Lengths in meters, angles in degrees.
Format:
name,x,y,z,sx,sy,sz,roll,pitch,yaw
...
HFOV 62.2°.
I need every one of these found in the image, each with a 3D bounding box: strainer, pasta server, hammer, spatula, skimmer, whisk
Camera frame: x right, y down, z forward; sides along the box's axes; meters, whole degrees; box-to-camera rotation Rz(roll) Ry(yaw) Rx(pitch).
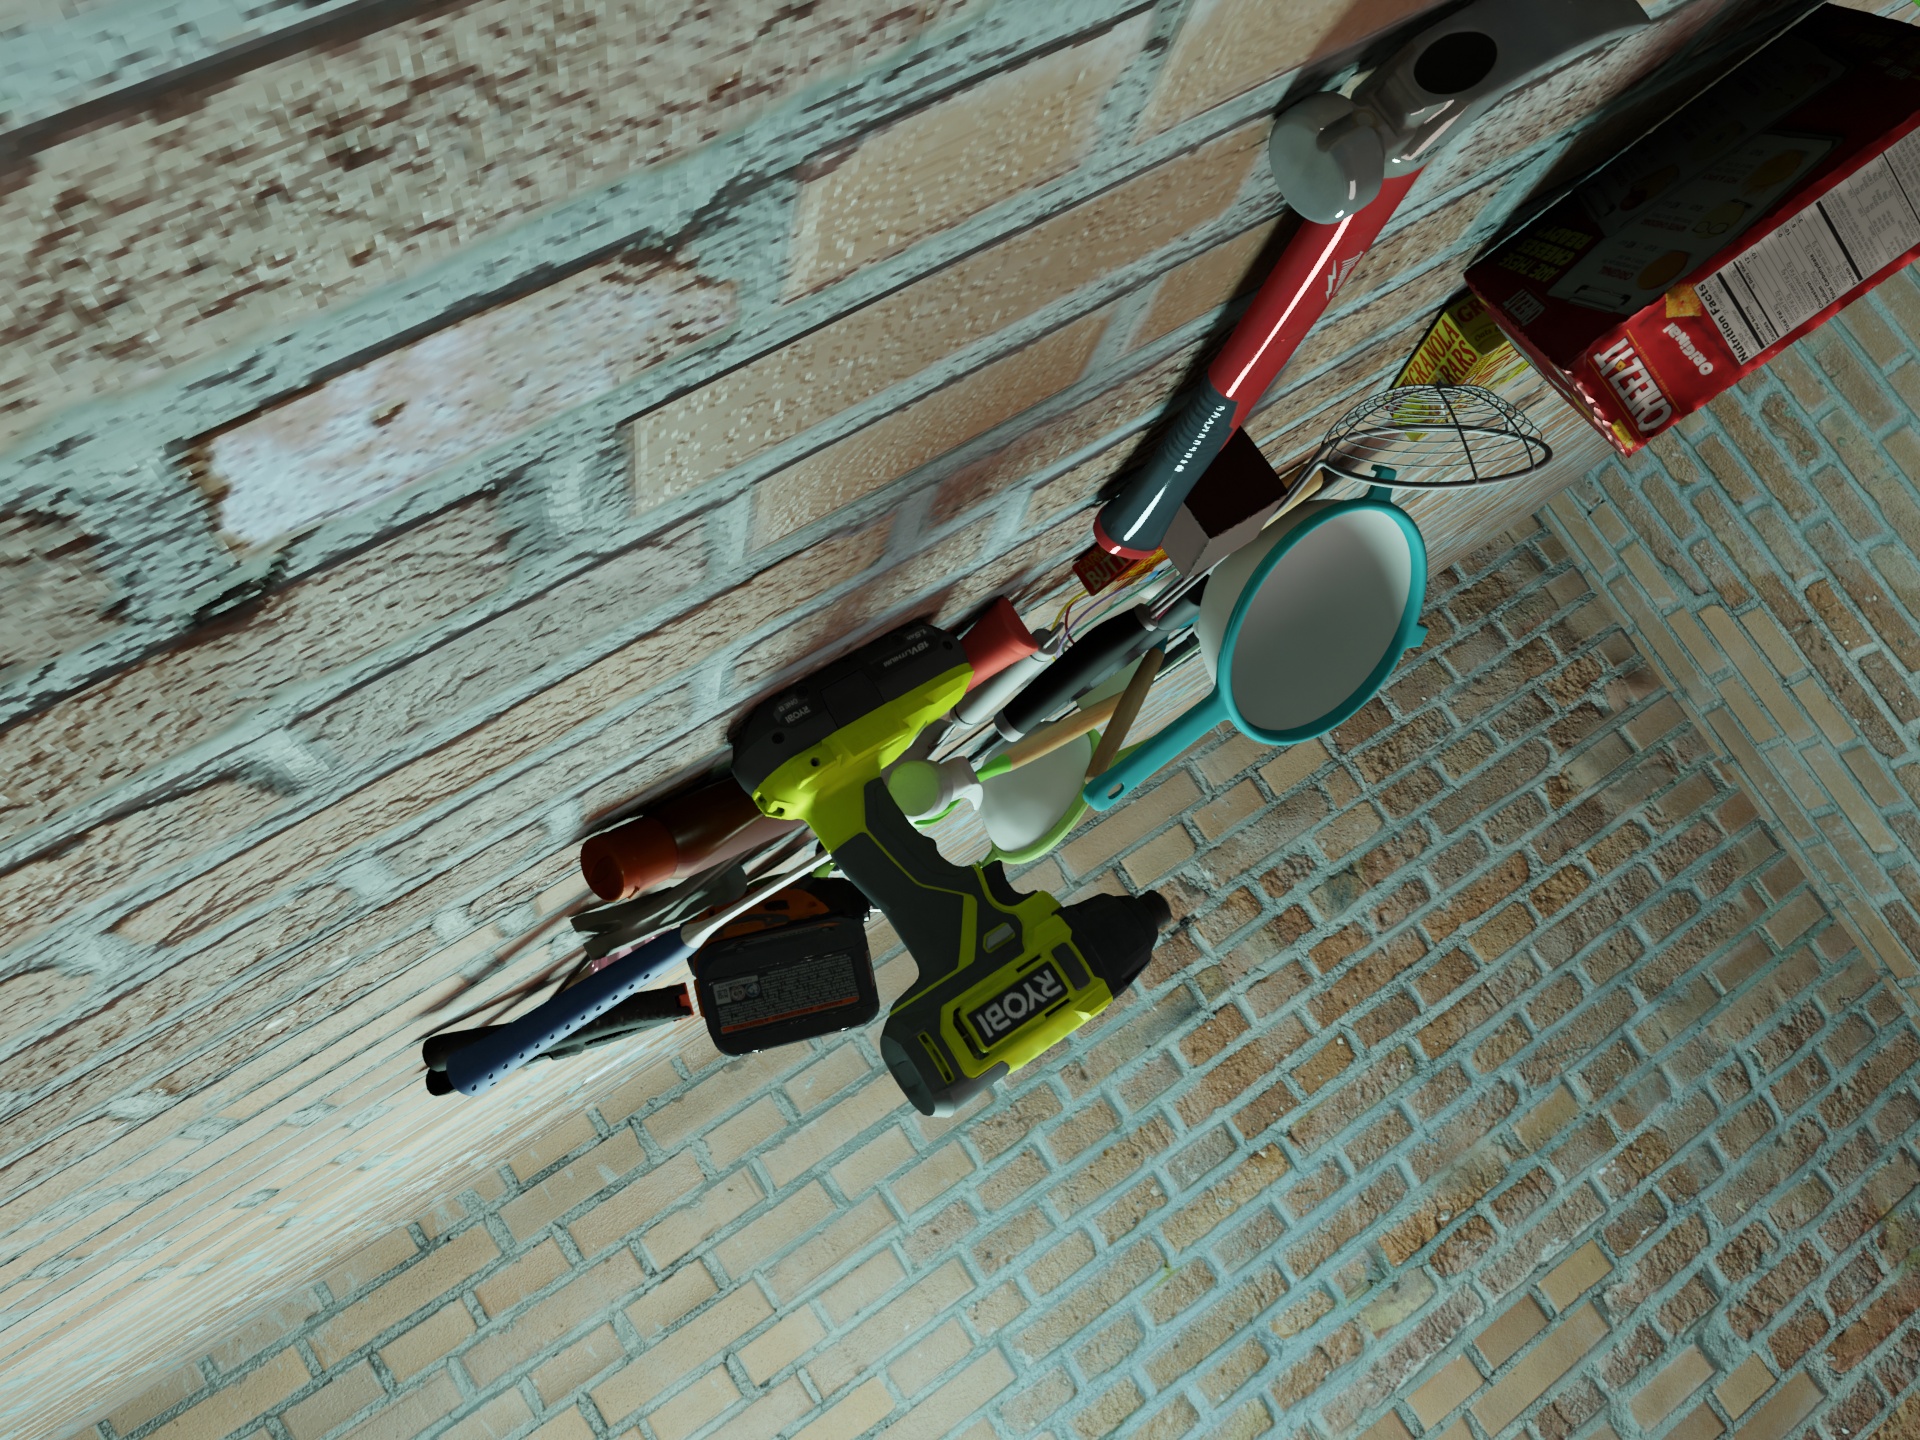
name,x,y,z,sx,sy,sz,roll,pitch,yaw
strainer,0.213,-0.055,1.255,0.340,0.095,0.210,-37,134,-10
pasta server,-0.286,0.207,1.232,0.060,0.040,0.316,-6,160,-32
hammer,0.055,0.003,1.370,0.409,0.036,0.149,-37,173,21
spatula,0.168,-0.035,1.355,0.082,0.044,0.318,-35,-166,40
strainer,-0.002,-0.003,1.031,0.087,0.050,0.258,-49,-175,-39
skimmer,0.178,-0.080,0.965,0.363,0.090,0.127,-39,-166,22
hammer,0.137,-0.162,0.681,0.143,0.038,0.386,-33,172,-16
hammer,-0.158,0.132,1.008,0.405,0.035,0.144,-32,173,15
hammer,0.148,-0.012,1.651,0.334,0.035,0.146,-36,171,17
hammer,-0.092,0.040,0.993,0.359,0.037,0.149,-38,169,31
whisk,0.155,-0.110,1.075,0.245,0.047,0.051,-35,-176,-19
strainer,0.089,0.038,1.432,0.256,0.069,0.152,-26,-144,51

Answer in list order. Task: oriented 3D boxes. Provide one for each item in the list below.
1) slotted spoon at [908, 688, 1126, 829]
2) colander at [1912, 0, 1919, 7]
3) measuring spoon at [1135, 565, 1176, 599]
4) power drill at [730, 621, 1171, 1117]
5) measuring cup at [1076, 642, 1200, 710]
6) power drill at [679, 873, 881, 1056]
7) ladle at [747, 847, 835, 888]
name,x,y,z,sx,sy,sz,roll,pitch,yaw
slotted spoon,0.054,0.024,1.290,0.314,0.031,0.070,-26,162,-42
colander,0.471,-0.346,0.684,0.204,0.094,0.397,-37,171,27
measuring spoon,0.180,-0.125,1.151,0.124,0.018,0.034,-37,171,17
power drill,-0.004,0.069,0.837,0.171,0.223,0.080,-30,172,-23
measuring cup,0.172,-0.055,1.480,0.167,0.038,0.083,-31,172,-30
power drill,-0.122,0.166,1.175,0.164,0.084,0.226,-12,-171,-10
ladle,-0.099,0.084,1.262,0.078,0.062,0.320,-17,157,-35
